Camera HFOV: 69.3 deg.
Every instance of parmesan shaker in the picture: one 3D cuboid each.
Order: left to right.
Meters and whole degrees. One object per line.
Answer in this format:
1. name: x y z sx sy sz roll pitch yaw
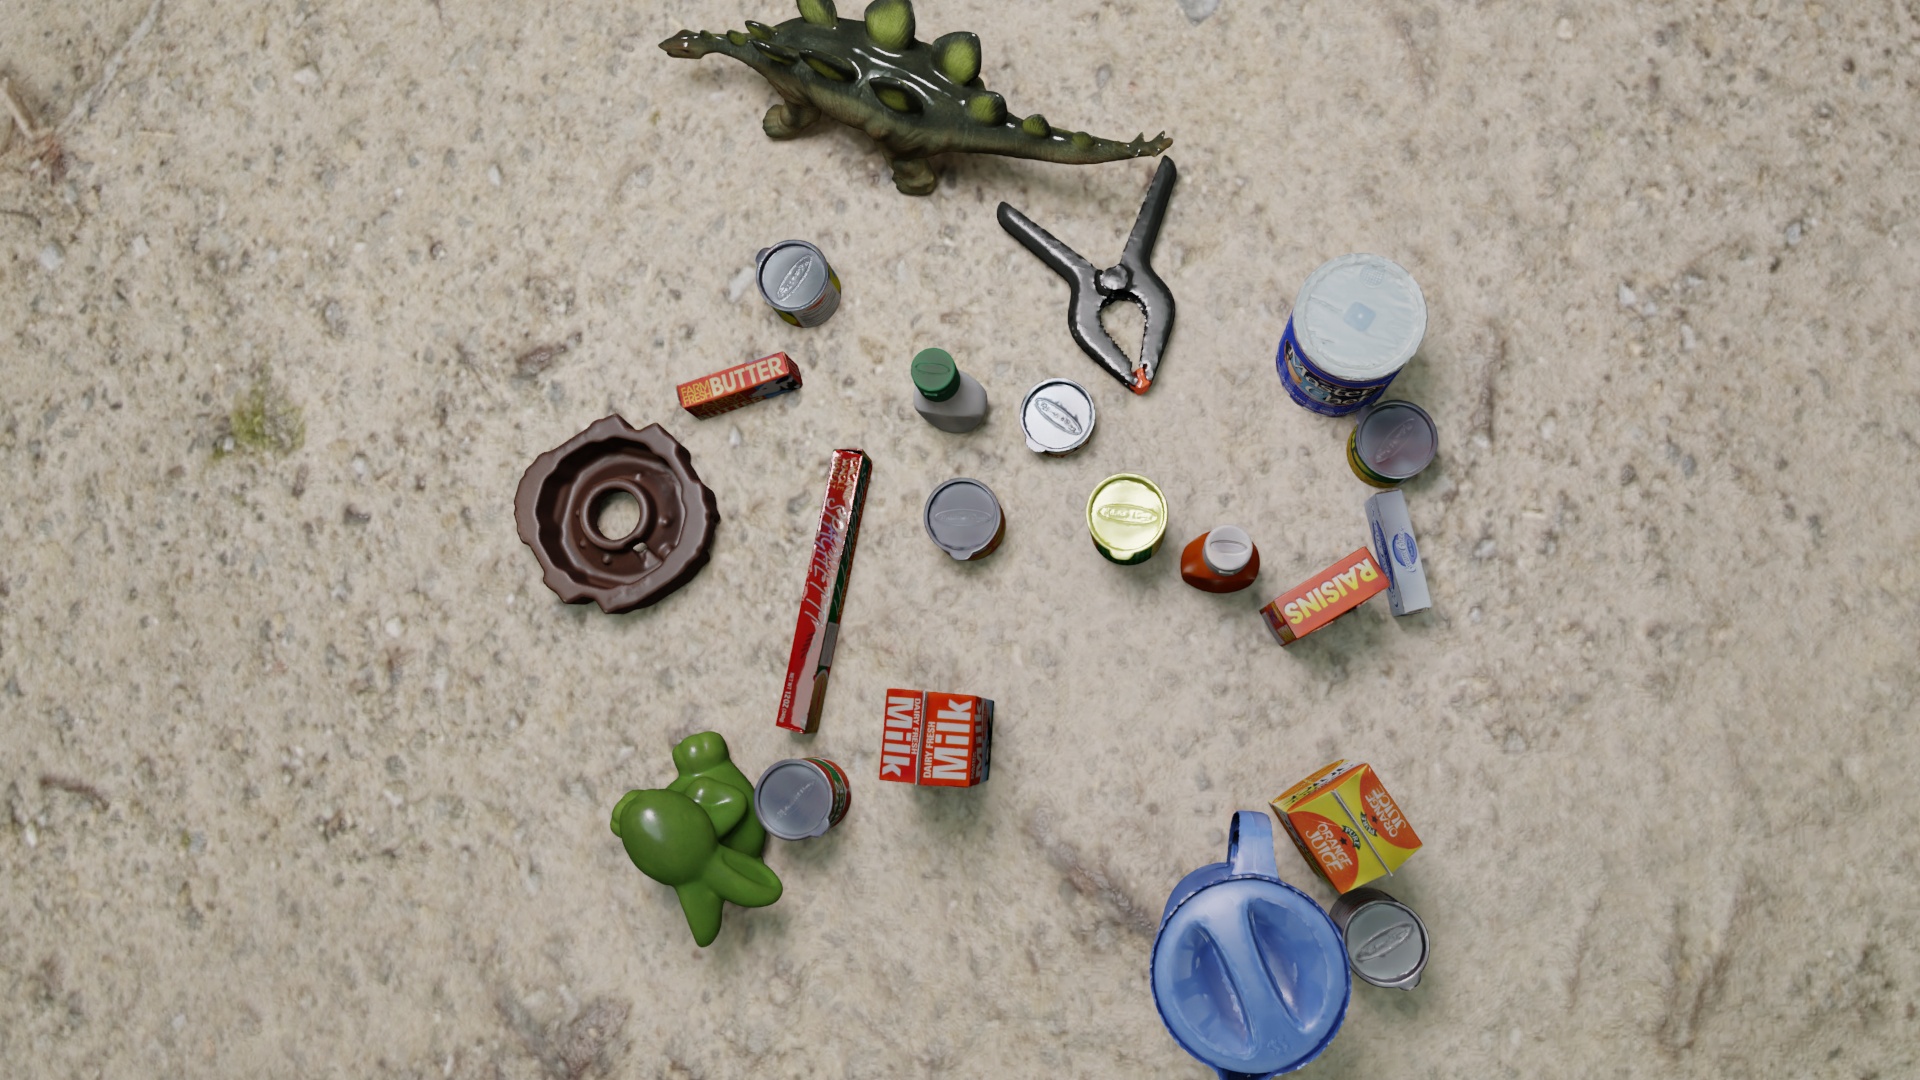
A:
1. parmesan shaker: 0.139 -0.013 1.165 0.071 0.103 0.071 -1 82 7

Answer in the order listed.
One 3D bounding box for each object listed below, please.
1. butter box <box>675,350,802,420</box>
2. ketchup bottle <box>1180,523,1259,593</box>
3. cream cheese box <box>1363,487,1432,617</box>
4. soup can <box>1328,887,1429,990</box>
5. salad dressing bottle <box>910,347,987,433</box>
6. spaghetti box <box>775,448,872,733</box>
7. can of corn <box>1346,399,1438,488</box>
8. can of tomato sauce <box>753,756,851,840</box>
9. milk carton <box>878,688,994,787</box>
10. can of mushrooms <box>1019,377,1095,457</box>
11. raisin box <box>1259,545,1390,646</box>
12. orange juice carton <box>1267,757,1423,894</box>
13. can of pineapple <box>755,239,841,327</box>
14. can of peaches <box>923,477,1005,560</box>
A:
1. butter box: -0.198 -0.138 1.248 0.103 0.053 0.024 -17 81 4
2. ketchup bottle: 0.213 0.015 1.129 0.065 0.148 0.043 5 83 7
3. cream cheese box: 0.365 0.011 1.161 0.024 0.053 0.104 -12 81 5
4. soup can: 0.332 0.317 1.106 0.071 0.083 0.071 -1 82 7
5. salad dressing bottle: -0.013 -0.127 1.176 0.064 0.147 0.044 7 84 8
6. spaghetti box: -0.117 0.043 1.214 0.029 0.050 0.250 10 83 8
7. can of corn: 0.361 -0.082 1.172 0.071 0.058 0.071 -1 82 7
8. can of tomato sauce: -0.130 0.218 1.174 0.071 0.083 0.071 -1 82 7
9. milk carton: -0.019 0.158 1.115 0.073 0.190 0.072 3 83 7
10. can of mushrooms: 0.084 -0.105 1.220 0.071 0.033 0.071 -1 82 7
11. raisin box: 0.293 0.048 1.128 0.086 0.123 0.040 -30 80 2
12. orange juice carton: 0.295 0.218 1.069 0.073 0.192 0.072 -32 80 2
13. can of pineapple: -0.146 -0.232 1.252 0.071 0.058 0.071 -1 82 7
14. can of peaches: 0.004 -0.015 1.204 0.071 0.058 0.071 -1 82 7
